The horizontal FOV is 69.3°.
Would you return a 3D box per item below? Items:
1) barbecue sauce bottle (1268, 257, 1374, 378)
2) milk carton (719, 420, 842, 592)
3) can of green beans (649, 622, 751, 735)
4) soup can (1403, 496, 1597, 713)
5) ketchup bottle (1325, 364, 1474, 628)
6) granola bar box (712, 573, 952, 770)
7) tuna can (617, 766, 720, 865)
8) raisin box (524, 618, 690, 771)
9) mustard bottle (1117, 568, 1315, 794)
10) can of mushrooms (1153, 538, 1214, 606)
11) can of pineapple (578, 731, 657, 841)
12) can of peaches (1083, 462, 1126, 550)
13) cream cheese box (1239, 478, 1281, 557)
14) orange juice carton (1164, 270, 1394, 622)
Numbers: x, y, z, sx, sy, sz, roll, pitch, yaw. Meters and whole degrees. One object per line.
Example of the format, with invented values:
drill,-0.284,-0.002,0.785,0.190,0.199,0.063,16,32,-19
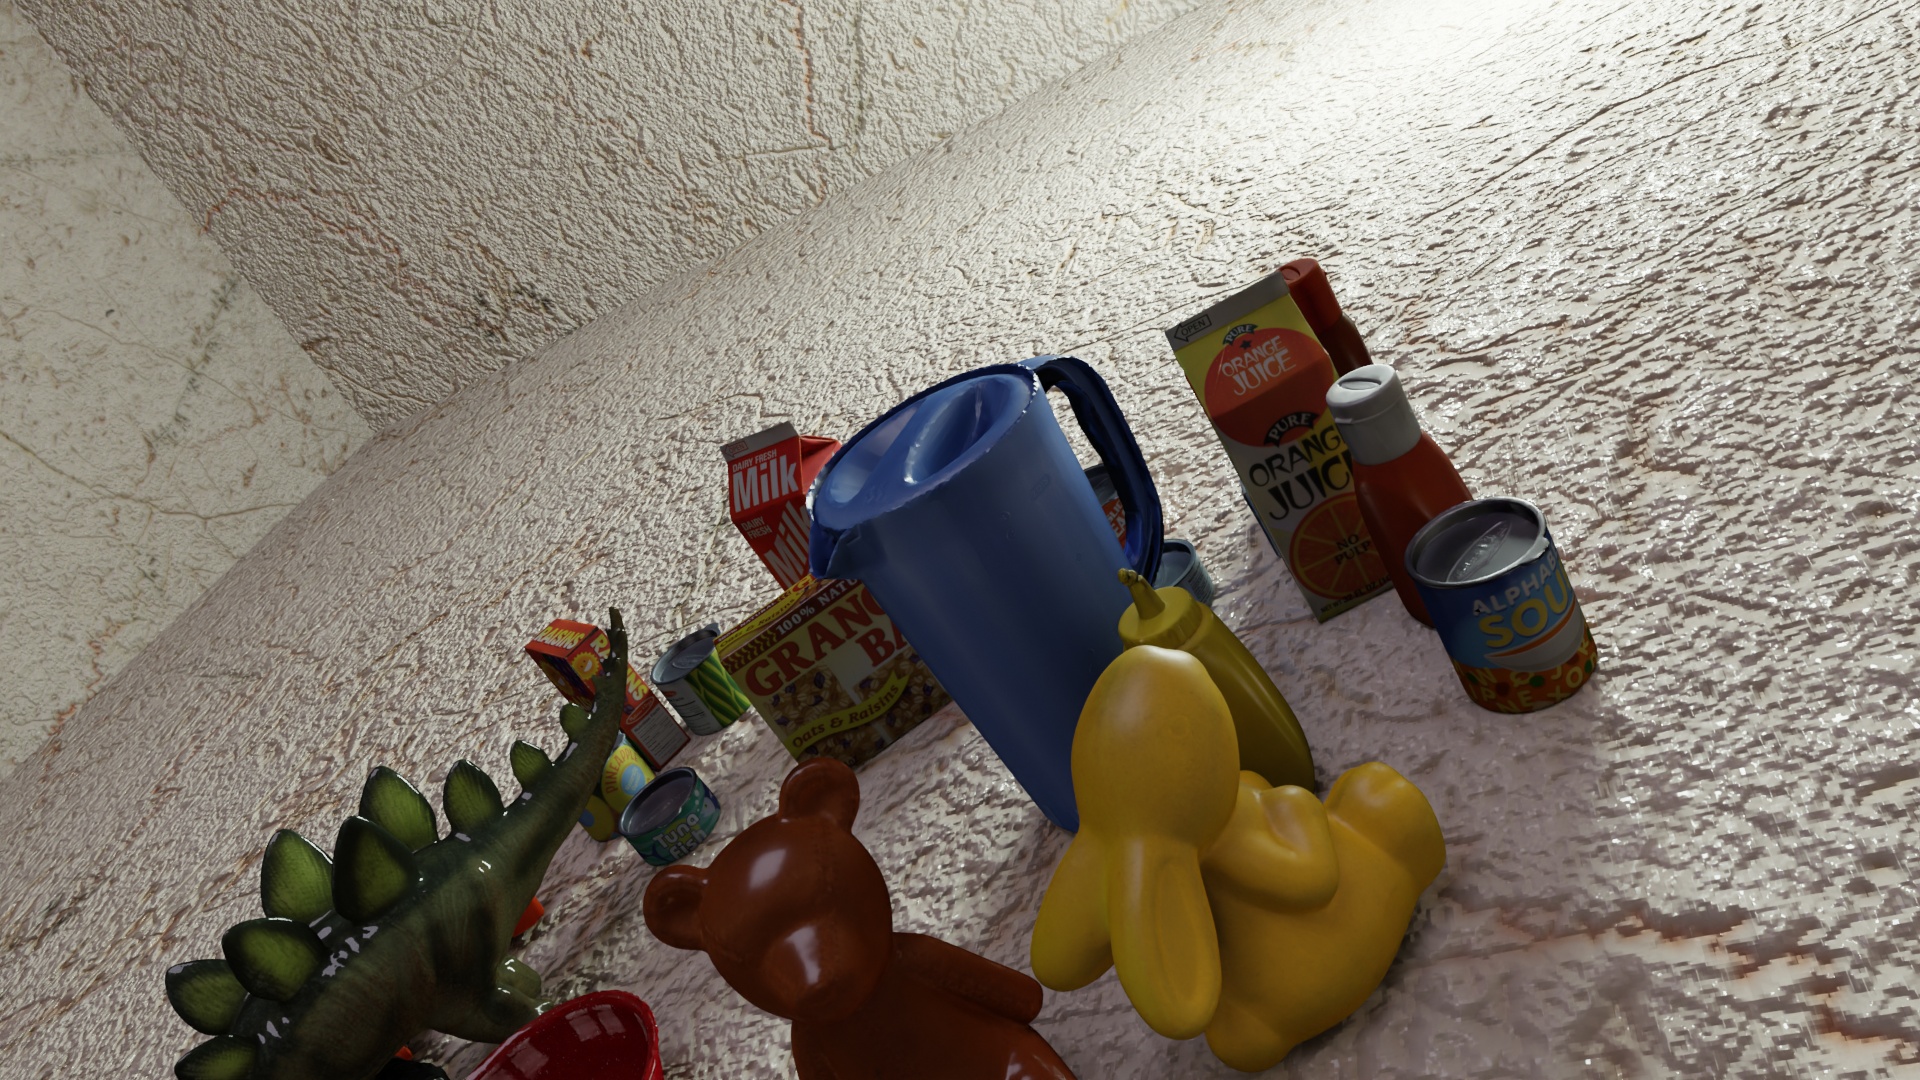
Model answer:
barbecue sauce bottle,0.237,-0.106,0.874,0.043,0.148,0.065,-30,24,7
milk carton,-0.101,-0.004,1.036,0.072,0.190,0.074,-18,28,30
can of green beans,-0.202,0.111,1.100,0.071,0.057,0.071,-27,25,14
soup can,0.262,0.032,0.666,0.071,0.083,0.072,-27,25,14
ketchup bottle,0.234,-0.021,0.719,0.044,0.148,0.065,-42,26,-19
granola bar box,-0.062,0.070,0.930,0.166,0.124,0.039,-35,24,-5
tuna can,-0.204,0.195,0.978,0.071,0.032,0.071,-26,25,14
raisin box,-0.279,0.120,1.096,0.040,0.123,0.086,-46,27,-27
mustard bottle,0.117,0.070,0.675,0.065,0.159,0.049,-28,25,10
can of mushrooms,0.125,0.032,0.889,0.071,0.033,0.071,-26,25,14
can of pineapple,-0.267,0.183,1.045,0.071,0.057,0.071,-27,25,14
can of peaches,0.101,-0.012,0.969,0.071,0.058,0.071,-27,25,14
cream cheese box,0.201,-0.038,0.905,0.024,0.053,0.104,-24,26,19
orange juice carton,0.188,-0.056,0.786,0.072,0.192,0.073,-28,25,10
